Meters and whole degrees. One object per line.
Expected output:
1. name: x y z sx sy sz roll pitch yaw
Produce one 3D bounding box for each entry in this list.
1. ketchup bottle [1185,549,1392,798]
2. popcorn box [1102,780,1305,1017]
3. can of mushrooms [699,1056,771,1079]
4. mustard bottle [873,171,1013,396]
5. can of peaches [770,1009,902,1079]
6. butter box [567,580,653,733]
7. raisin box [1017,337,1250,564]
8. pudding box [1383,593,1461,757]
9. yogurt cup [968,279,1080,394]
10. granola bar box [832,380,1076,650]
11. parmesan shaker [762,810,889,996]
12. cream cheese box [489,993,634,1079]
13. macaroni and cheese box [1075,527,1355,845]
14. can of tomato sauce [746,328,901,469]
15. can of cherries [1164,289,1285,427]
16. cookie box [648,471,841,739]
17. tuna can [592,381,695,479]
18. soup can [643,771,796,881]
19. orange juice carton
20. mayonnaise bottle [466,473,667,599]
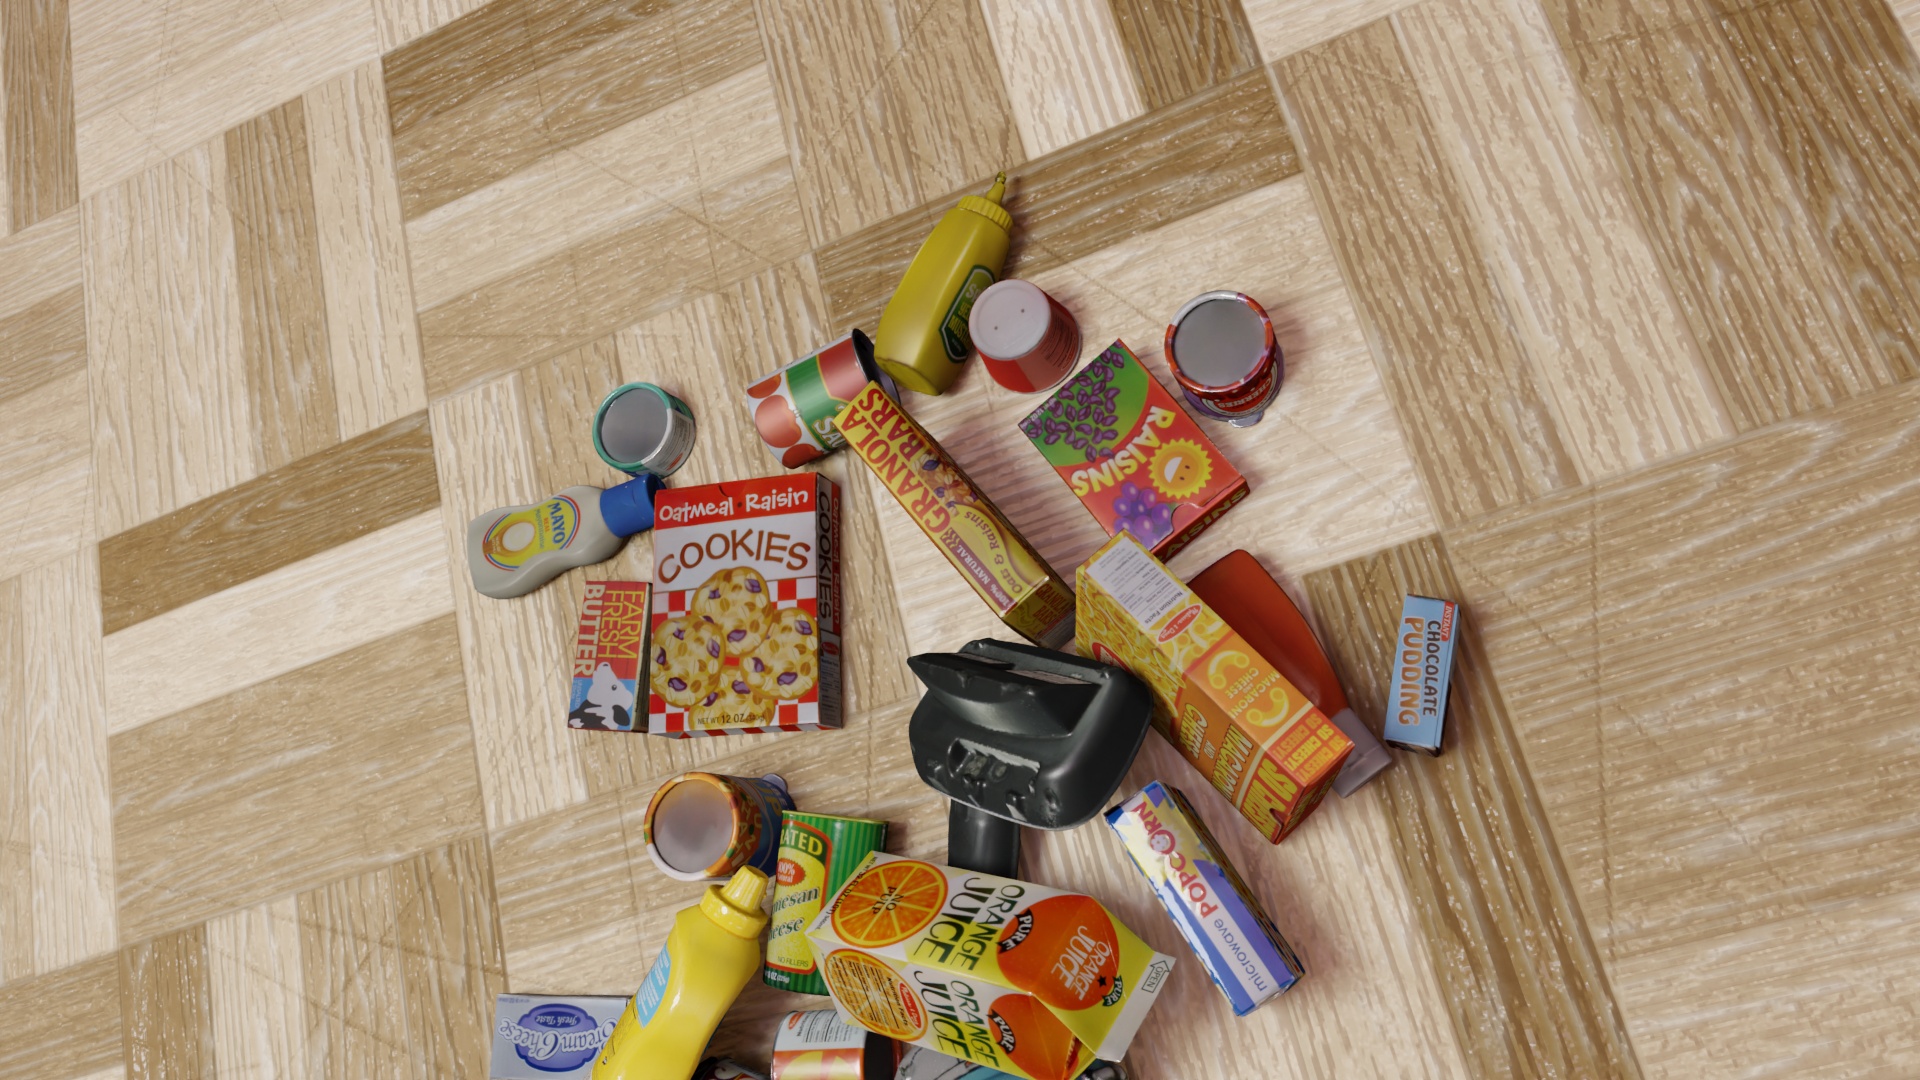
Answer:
1. ketchup bottle: 0.186 0.078 0.802 0.065 0.043 0.149 -38 68 2
2. popcorn box: 0.136 0.197 0.768 0.038 0.085 0.127 -37 68 7
3. can of mushrooms: -0.141 0.351 0.834 0.033 0.071 0.071 16 83 20
4. mustard bottle: -0.002 -0.177 0.919 0.049 0.065 0.160 21 81 26
5. can of peaches: -0.071 0.314 0.822 0.058 0.071 0.071 -9 74 16
6. butter box: -0.237 0.080 0.957 0.053 0.024 0.103 0 77 18
7. raisin box: 0.108 -0.052 0.863 0.086 0.040 0.123 -39 69 5
8. pudding box: 0.258 0.076 0.775 0.030 0.049 0.084 8 80 22
9. yogurt cup: 0.039 -0.134 0.899 0.072 0.054 0.072 -4 77 18
10. granola bar box: 0.003 -0.011 0.843 0.039 0.124 0.166 -43 68 4
11. parmesan shaker: -0.080 0.219 0.845 0.071 0.071 0.103 2 78 19
12. cream cheese box: -0.256 0.323 0.904 0.104 0.024 0.053 -5 76 18
13. macaroni and cheese box: 0.134 0.085 0.774 0.040 0.123 0.167 -39 67 -14
14. can of tomato sauce: -0.090 -0.092 0.926 0.083 0.071 0.071 -25 71 13
15. can of cherries: 0.163 -0.110 0.848 0.071 0.058 0.071 -5 75 18
16. cookie box: -0.143 0.044 0.925 0.123 0.040 0.168 -6 75 18
17. tuna can: -0.227 -0.079 0.987 0.071 0.033 0.071 -4 76 17
18. soup can: -0.148 0.177 0.871 0.071 0.083 0.071 -5 75 18
19. orange juice carton: 0.017 0.234 0.758 0.192 0.072 0.072 2 122 34
20. mayonnaise bottle: -0.277 -0.008 0.982 0.148 0.041 0.065 -19 69 14
